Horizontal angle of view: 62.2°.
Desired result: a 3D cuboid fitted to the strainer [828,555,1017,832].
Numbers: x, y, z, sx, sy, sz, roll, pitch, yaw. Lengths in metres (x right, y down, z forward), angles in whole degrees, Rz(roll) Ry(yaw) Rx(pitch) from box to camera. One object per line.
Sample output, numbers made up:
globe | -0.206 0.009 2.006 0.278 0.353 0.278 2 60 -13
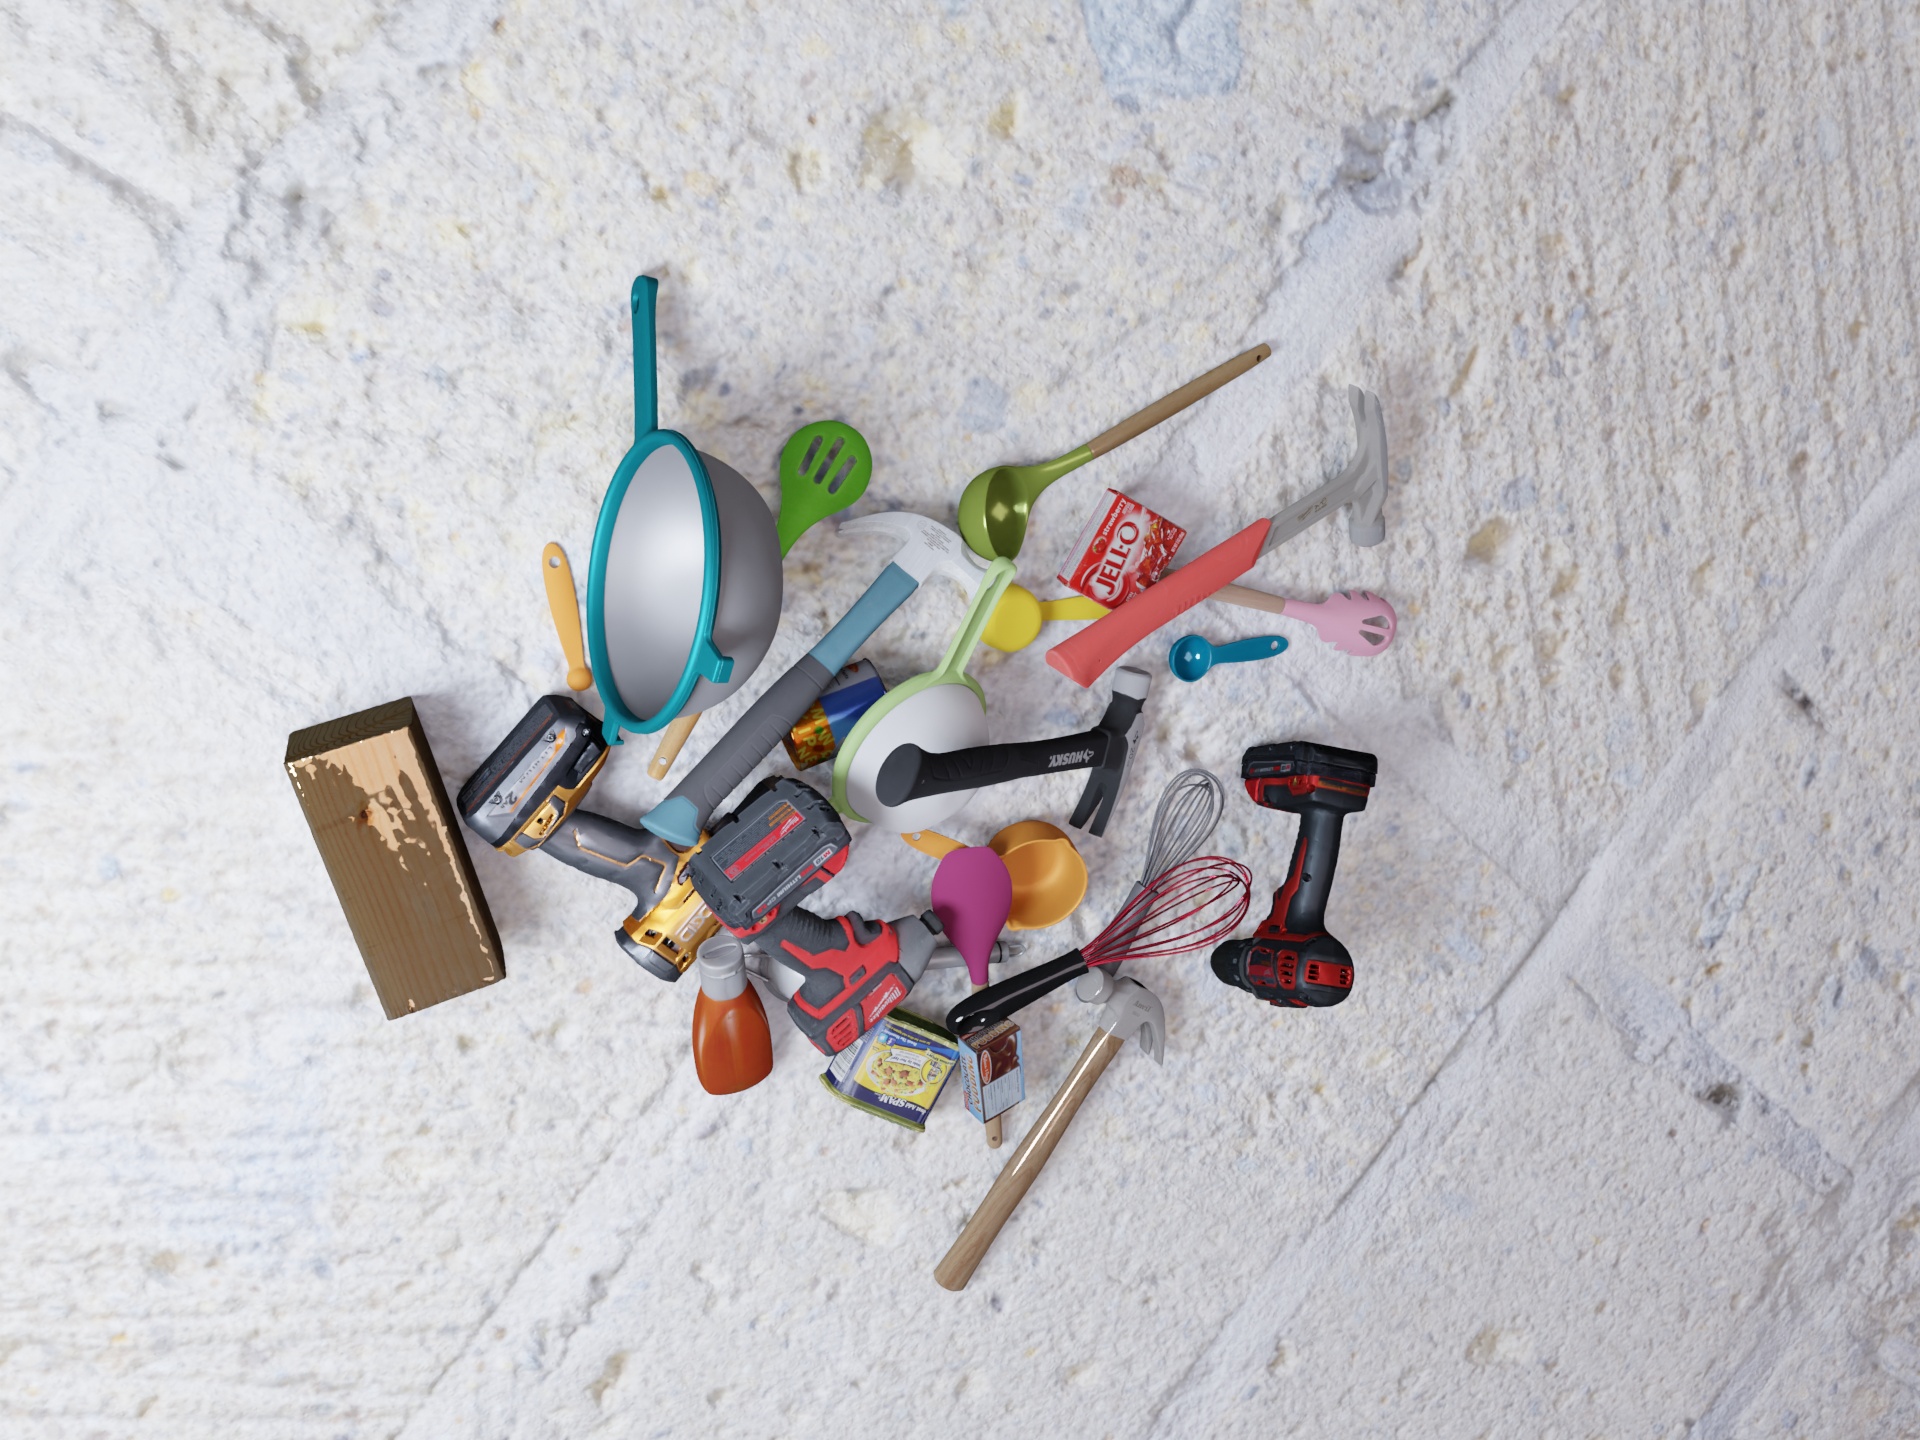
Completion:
strainer | -0.002 -0.004 1.235 0.151 0.069 0.256 -5 131 -46

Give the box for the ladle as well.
ladle | 0.133 -0.228 1.301 0.320 0.062 0.078 -31 129 -13

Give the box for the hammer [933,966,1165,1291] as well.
hammer | 0.077 0.377 1.442 0.130 0.031 0.331 27 97 -39

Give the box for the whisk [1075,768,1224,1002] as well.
whisk | 0.163 0.149 1.419 0.055 0.055 0.239 25 99 -24

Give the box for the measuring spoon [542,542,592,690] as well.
measuring spoon | -0.298 -0.077 1.203 0.021 0.011 0.117 -13 108 -17

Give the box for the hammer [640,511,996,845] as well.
hammer | -0.116 -0.031 1.217 0.128 0.033 0.331 41 74 2

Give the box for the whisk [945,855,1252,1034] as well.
whisk | 0.122 0.197 1.360 0.296 0.073 0.073 -25 111 -8

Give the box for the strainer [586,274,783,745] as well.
strainer | -0.188 -0.155 1.138 0.095 0.211 0.340 5 73 -34

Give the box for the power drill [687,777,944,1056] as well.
power drill | -0.102 0.154 1.233 0.143 0.079 0.219 -40 132 -11

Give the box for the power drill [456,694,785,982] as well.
power drill | -0.245 0.074 1.228 0.226 0.084 0.185 43 85 -28

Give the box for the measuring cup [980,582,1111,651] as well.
measuring cup | 0.087 -0.090 1.333 0.156 0.029 0.062 -7 106 -18

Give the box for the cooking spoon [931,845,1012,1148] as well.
cooking spoon | 0.019 0.246 1.374 0.068 0.017 0.318 -8 118 -5

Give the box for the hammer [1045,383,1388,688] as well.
hammer | 0.219 -0.138 1.319 0.359 0.037 0.149 -32 130 -20

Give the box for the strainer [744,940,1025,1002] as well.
strainer | -0.060 0.207 1.353 0.258 0.050 0.086 -2 120 -23

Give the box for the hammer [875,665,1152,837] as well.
hammer | 0.046 0.037 1.254 0.334 0.035 0.146 -7 114 -54

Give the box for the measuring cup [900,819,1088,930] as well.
measuring cup | 0.024 0.114 1.350 0.173 0.052 0.095 23 107 -18

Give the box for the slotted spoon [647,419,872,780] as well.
slotted spoon | -0.155 -0.094 1.202 0.070 0.031 0.314 29 80 -7

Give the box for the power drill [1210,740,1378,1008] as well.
power drill | 0.286 0.139 1.410 0.080 0.188 0.227 10 82 -18

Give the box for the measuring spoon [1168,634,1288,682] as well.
measuring spoon | 0.235 -0.062 1.407 0.128 0.021 0.042 -9 107 -28

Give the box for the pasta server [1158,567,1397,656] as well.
pasta server | 0.254 -0.107 1.395 0.316 0.040 0.060 11 100 -19
